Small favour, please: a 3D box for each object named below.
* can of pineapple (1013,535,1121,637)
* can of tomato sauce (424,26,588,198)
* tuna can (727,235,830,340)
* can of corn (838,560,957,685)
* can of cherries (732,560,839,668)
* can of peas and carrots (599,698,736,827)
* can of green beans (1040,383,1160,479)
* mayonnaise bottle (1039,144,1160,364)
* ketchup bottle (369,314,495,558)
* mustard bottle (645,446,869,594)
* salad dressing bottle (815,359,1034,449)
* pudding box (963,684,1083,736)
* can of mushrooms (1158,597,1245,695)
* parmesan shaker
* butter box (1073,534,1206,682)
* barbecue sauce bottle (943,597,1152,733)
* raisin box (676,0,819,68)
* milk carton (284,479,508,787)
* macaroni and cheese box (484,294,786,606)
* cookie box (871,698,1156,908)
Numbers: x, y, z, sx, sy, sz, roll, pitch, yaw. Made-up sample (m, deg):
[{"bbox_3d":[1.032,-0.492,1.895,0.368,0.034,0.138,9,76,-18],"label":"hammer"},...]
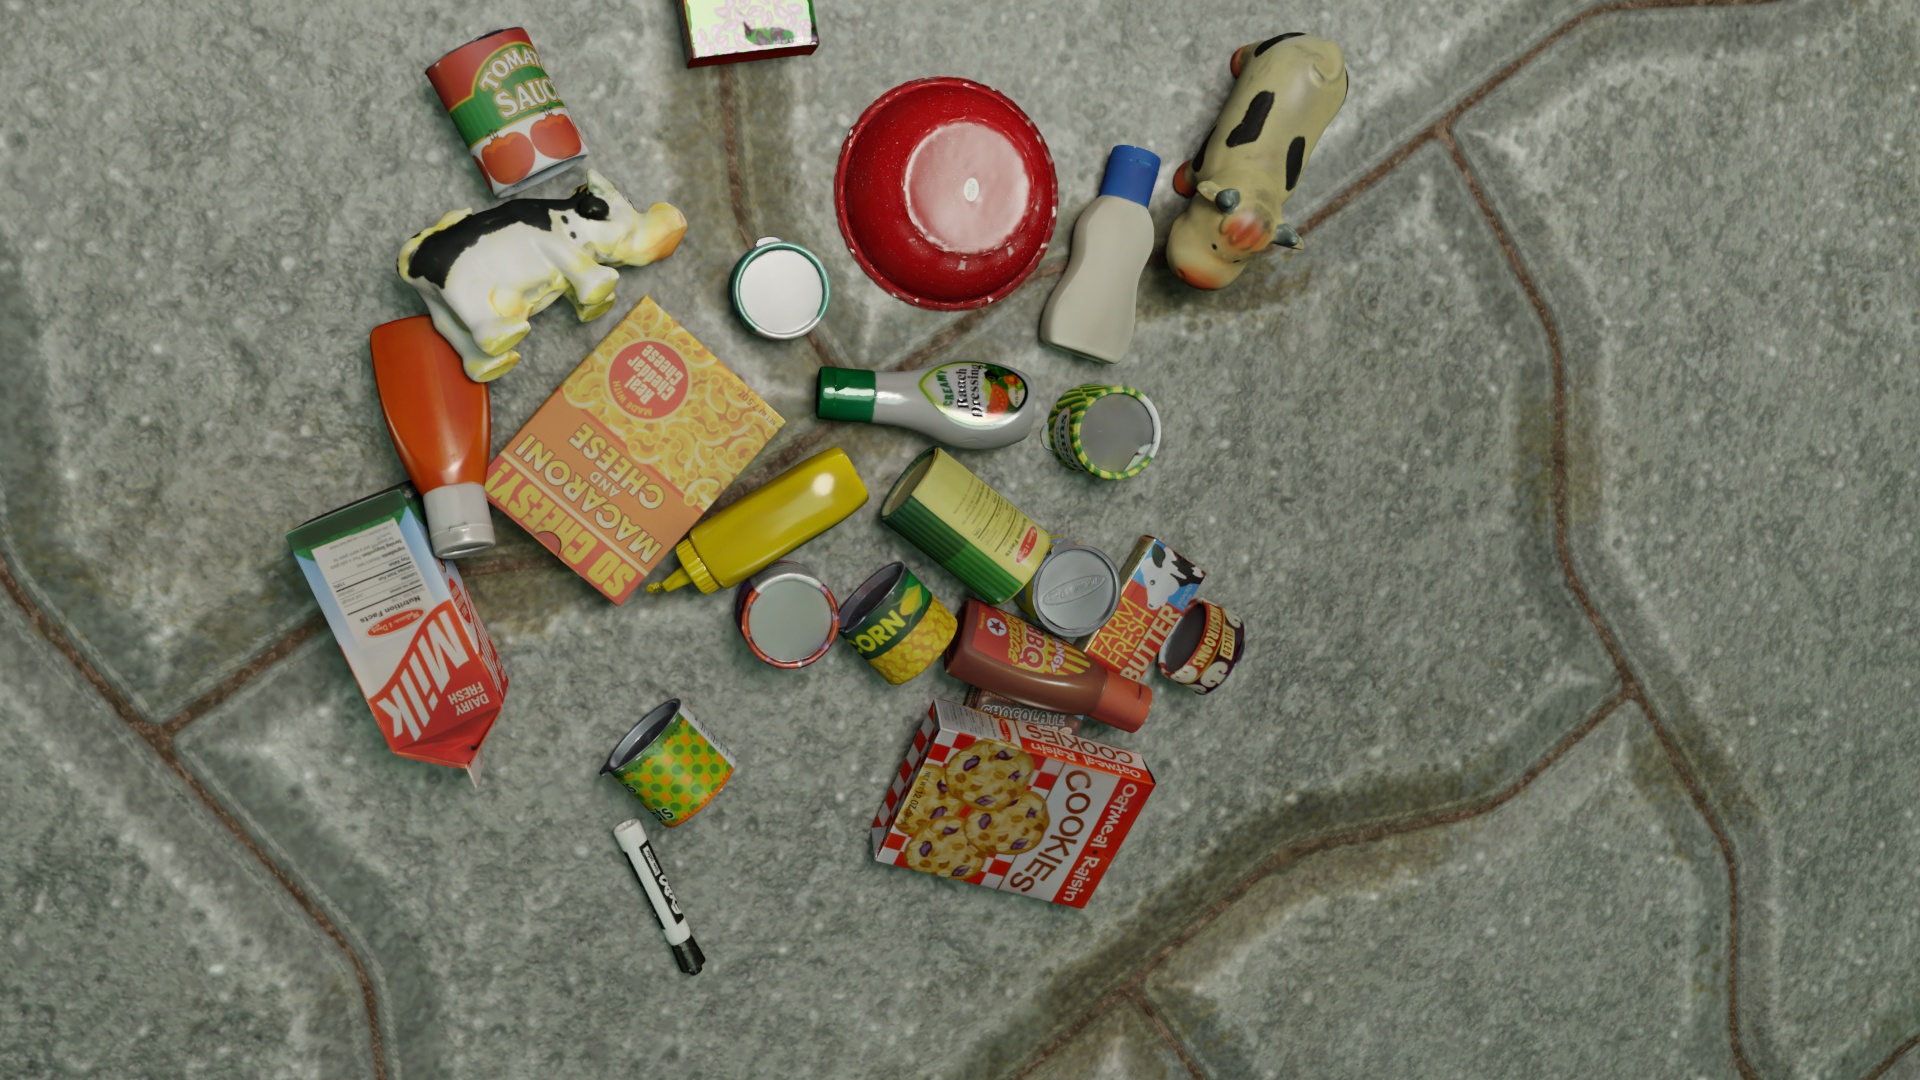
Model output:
[{"bbox_3d":[0.074,0.030,0.996,0.071,0.058,0.071,-2,98,-15],"label":"can of pineapple"},{"bbox_3d":[-0.277,-0.264,0.857,0.071,0.071,0.083,-29,104,-10],"label":"can of tomato sauce"},{"bbox_3d":[-0.122,-0.169,0.931,0.071,0.033,0.071,-2,98,-15],"label":"tuna can"},{"bbox_3d":[-0.045,0.059,0.961,0.071,0.071,0.058,-45,106,-6],"label":"can of corn"},{"bbox_3d":[-0.118,0.052,0.946,0.071,0.058,0.071,-2,97,-15],"label":"can of cherries"},{"bbox_3d":[-0.196,0.151,0.933,0.071,0.071,0.058,-43,106,-6],"label":"can of peas and carrots"},{"bbox_3d":[0.102,-0.078,0.990,0.071,0.058,0.071,-2,98,-15],"label":"can of green beans"},{"bbox_3d":[0.105,-0.203,0.985,0.065,0.041,0.148,16,91,-18],"label":"mayonnaise bottle"},{"bbox_3d":[-0.320,-0.064,0.858,0.065,0.043,0.149,-12,78,-15],"label":"ketchup bottle"},{"bbox_3d":[-0.139,-0.005,0.933,0.160,0.065,0.048,-32,99,-4],"label":"mustard bottle"},{"bbox_3d":[-0.025,-0.096,0.957,0.148,0.043,0.064,3,63,-10],"label":"salad dressing bottle"},{"bbox_3d":[0.043,0.134,1.015,0.084,0.030,0.049,19,92,-17],"label":"pudding box"},{"bbox_3d":[0.178,0.077,1.024,0.033,0.071,0.071,27,90,-15],"label":"can of mushrooms"},{"bbox_3d":[0.003,-0.012,0.969,0.103,0.071,0.071,38,86,-16],"label":"parmesan shaker"},{"bbox_3d":[0.133,0.053,1.033,0.053,0.024,0.103,33,87,-16],"label":"butter box"},{"bbox_3d":[0.063,0.094,0.991,0.148,0.065,0.043,23,127,-10],"label":"barbecue sauce bottle"},{"bbox_3d":[-0.144,-0.375,0.896,0.086,0.040,0.123,-12,101,-13],"label":"raisin box"},{"bbox_3d":[-0.344,0.064,0.879,0.073,0.072,0.190,-23,102,-11],"label":"milk carton"},{"bbox_3d":[-0.217,-0.059,0.914,0.123,0.040,0.166,42,85,-15],"label":"macaroni and cheese box"},{"bbox_3d":[0.037,0.192,0.995,0.167,0.040,0.122,17,114,-17],"label":"cookie box"}]
